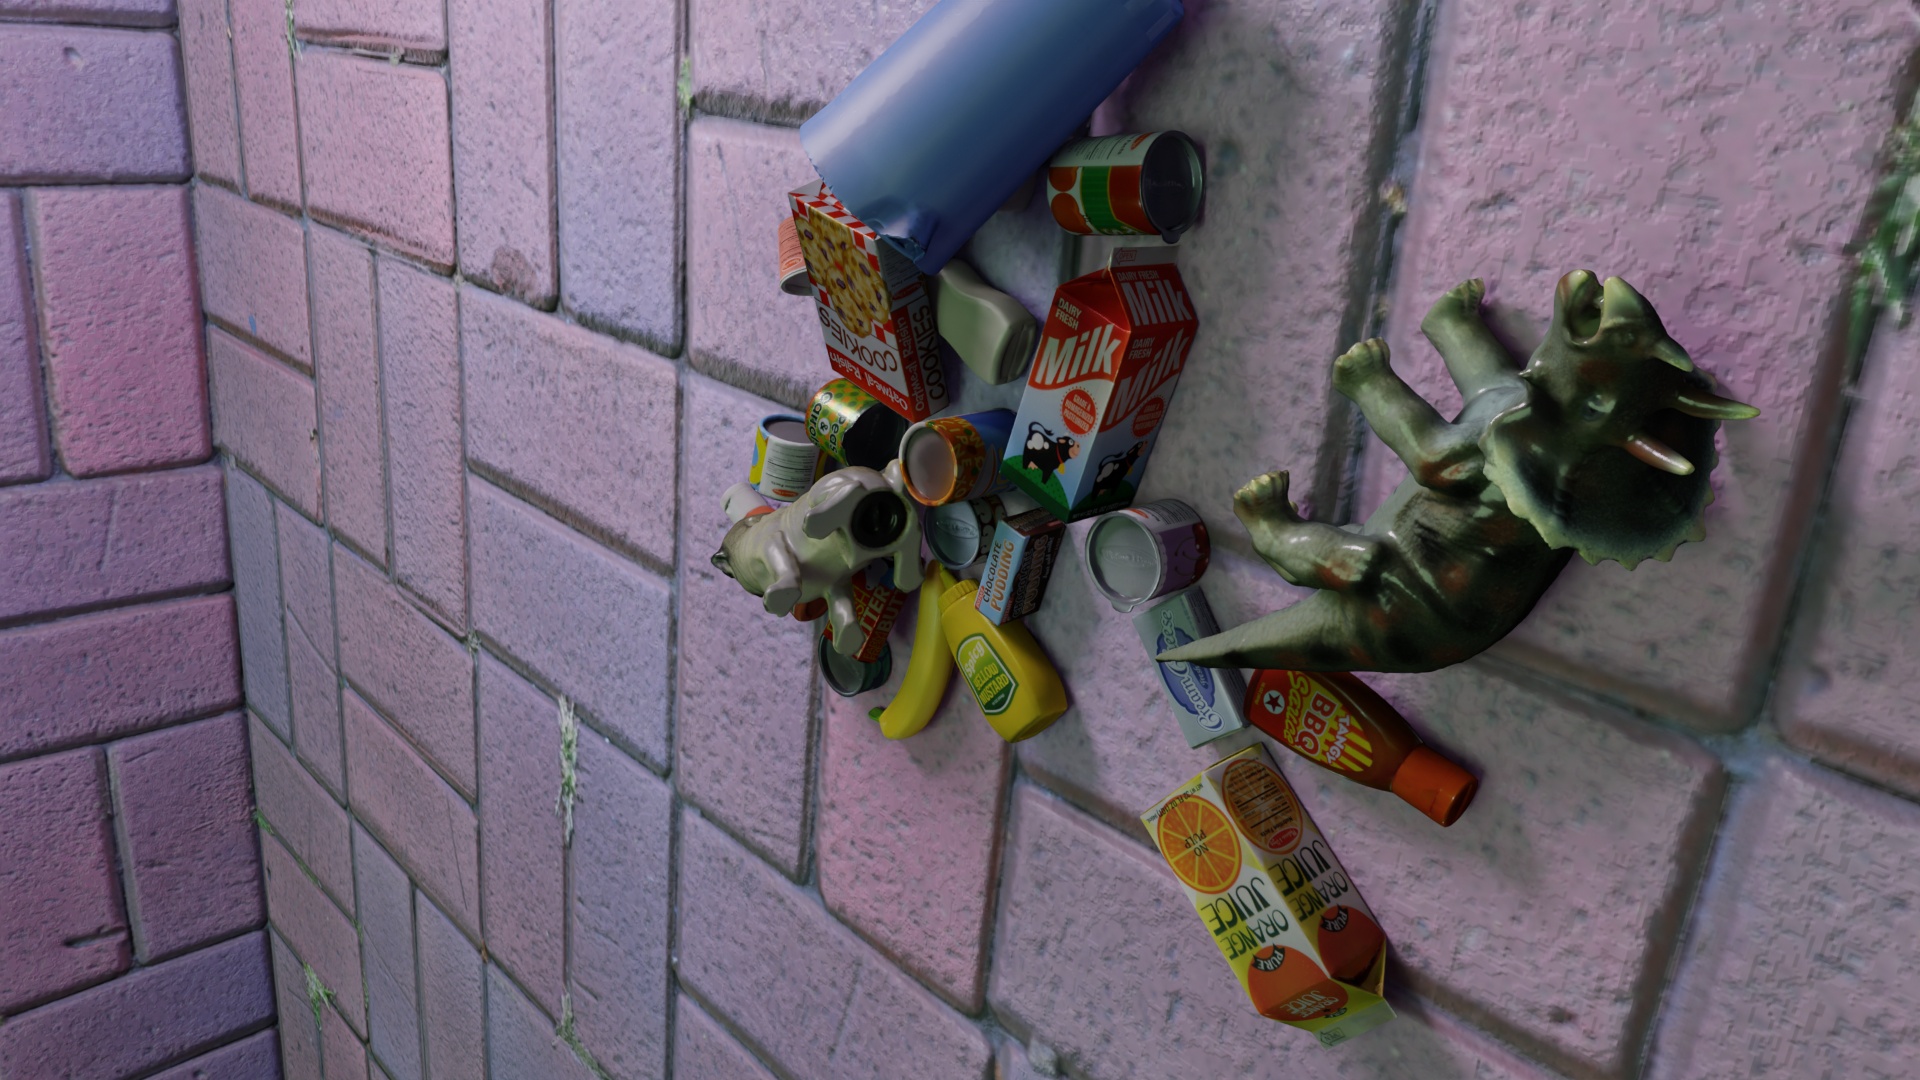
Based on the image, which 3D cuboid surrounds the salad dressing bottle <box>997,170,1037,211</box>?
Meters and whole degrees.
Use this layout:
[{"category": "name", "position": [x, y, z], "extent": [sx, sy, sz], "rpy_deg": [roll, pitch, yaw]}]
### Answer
[{"category": "salad dressing bottle", "position": [0.027, -0.313, 1.002], "extent": [0.064, 0.044, 0.147], "rpy_deg": [14, 108, 44]}]

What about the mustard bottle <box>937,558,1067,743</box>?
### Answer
[{"category": "mustard bottle", "position": [0.021, 0.081, 1.104], "extent": [0.065, 0.049, 0.160], "rpy_deg": [-49, 65, 37]}]

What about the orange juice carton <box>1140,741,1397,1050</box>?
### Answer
[{"category": "orange juice carton", "position": [0.211, 0.241, 0.926], "extent": [0.071, 0.073, 0.193], "rpy_deg": [-47, 66, 42]}]

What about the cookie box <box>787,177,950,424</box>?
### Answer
[{"category": "cookie box", "position": [-0.070, -0.187, 1.089], "extent": [0.123, 0.040, 0.166], "rpy_deg": [37, 149, 42]}]

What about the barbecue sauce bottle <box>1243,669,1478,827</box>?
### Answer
[{"category": "barbecue sauce bottle", "position": [0.251, 0.123, 0.875], "extent": [0.149, 0.044, 0.064], "rpy_deg": [34, 122, 36]}]

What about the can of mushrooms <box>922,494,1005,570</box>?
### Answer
[{"category": "can of mushrooms", "position": [0.004, -0.014, 1.111], "extent": [0.071, 0.033, 0.070], "rpy_deg": [15, 111, 44]}]

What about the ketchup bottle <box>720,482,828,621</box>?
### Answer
[{"category": "ketchup bottle", "position": [-0.170, 0.005, 1.293], "extent": [0.149, 0.044, 0.064], "rpy_deg": [47, 127, 29]}]

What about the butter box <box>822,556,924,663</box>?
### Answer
[{"category": "butter box", "position": [-0.075, 0.048, 1.191], "extent": [0.053, 0.024, 0.103], "rpy_deg": [31, 98, 38]}]

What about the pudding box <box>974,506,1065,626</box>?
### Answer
[{"category": "pudding box", "position": [0.045, 0.020, 1.064], "extent": [0.030, 0.050, 0.083], "rpy_deg": [37, 125, 33]}]

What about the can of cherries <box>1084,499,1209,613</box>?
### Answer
[{"category": "can of cherries", "position": [0.129, 0.010, 0.965], "extent": [0.071, 0.058, 0.071], "rpy_deg": [14, 110, 43]}]

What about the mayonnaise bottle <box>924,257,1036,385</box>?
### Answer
[{"category": "mayonnaise bottle", "position": [-0.003, -0.184, 1.069], "extent": [0.148, 0.041, 0.064], "rpy_deg": [46, 137, 31]}]

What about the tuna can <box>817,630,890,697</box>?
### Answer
[{"category": "tuna can", "position": [-0.094, 0.103, 1.245], "extent": [0.071, 0.033, 0.071], "rpy_deg": [15, 111, 44]}]

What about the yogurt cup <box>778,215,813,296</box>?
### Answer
[{"category": "yogurt cup", "position": [-0.122, -0.241, 1.165], "extent": [0.072, 0.072, 0.054], "rpy_deg": [-20, 77, 47]}]

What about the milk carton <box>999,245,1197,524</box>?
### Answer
[{"category": "milk carton", "position": [0.098, -0.114, 0.955], "extent": [0.073, 0.072, 0.189], "rpy_deg": [39, 126, 34]}]

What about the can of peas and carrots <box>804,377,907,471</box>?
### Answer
[{"category": "can of peas and carrots", "position": [-0.090, -0.096, 1.161], "extent": [0.059, 0.071, 0.070], "rpy_deg": [33, 123, 37]}]

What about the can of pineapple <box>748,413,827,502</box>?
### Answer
[{"category": "can of pineapple", "position": [-0.152, -0.075, 1.238], "extent": [0.071, 0.071, 0.057], "rpy_deg": [35, 123, 36]}]

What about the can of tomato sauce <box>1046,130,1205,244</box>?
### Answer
[{"category": "can of tomato sauce", "position": [0.109, -0.233, 0.919], "extent": [0.083, 0.071, 0.071], "rpy_deg": [13, 109, 45]}]

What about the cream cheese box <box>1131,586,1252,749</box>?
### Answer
[{"category": "cream cheese box", "position": [0.164, 0.089, 0.973], "extent": [0.053, 0.024, 0.104], "rpy_deg": [-34, 75, 46]}]

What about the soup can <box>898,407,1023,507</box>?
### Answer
[{"category": "soup can", "position": [0.006, -0.062, 1.058], "extent": [0.071, 0.084, 0.071], "rpy_deg": [15, 111, 43]}]
